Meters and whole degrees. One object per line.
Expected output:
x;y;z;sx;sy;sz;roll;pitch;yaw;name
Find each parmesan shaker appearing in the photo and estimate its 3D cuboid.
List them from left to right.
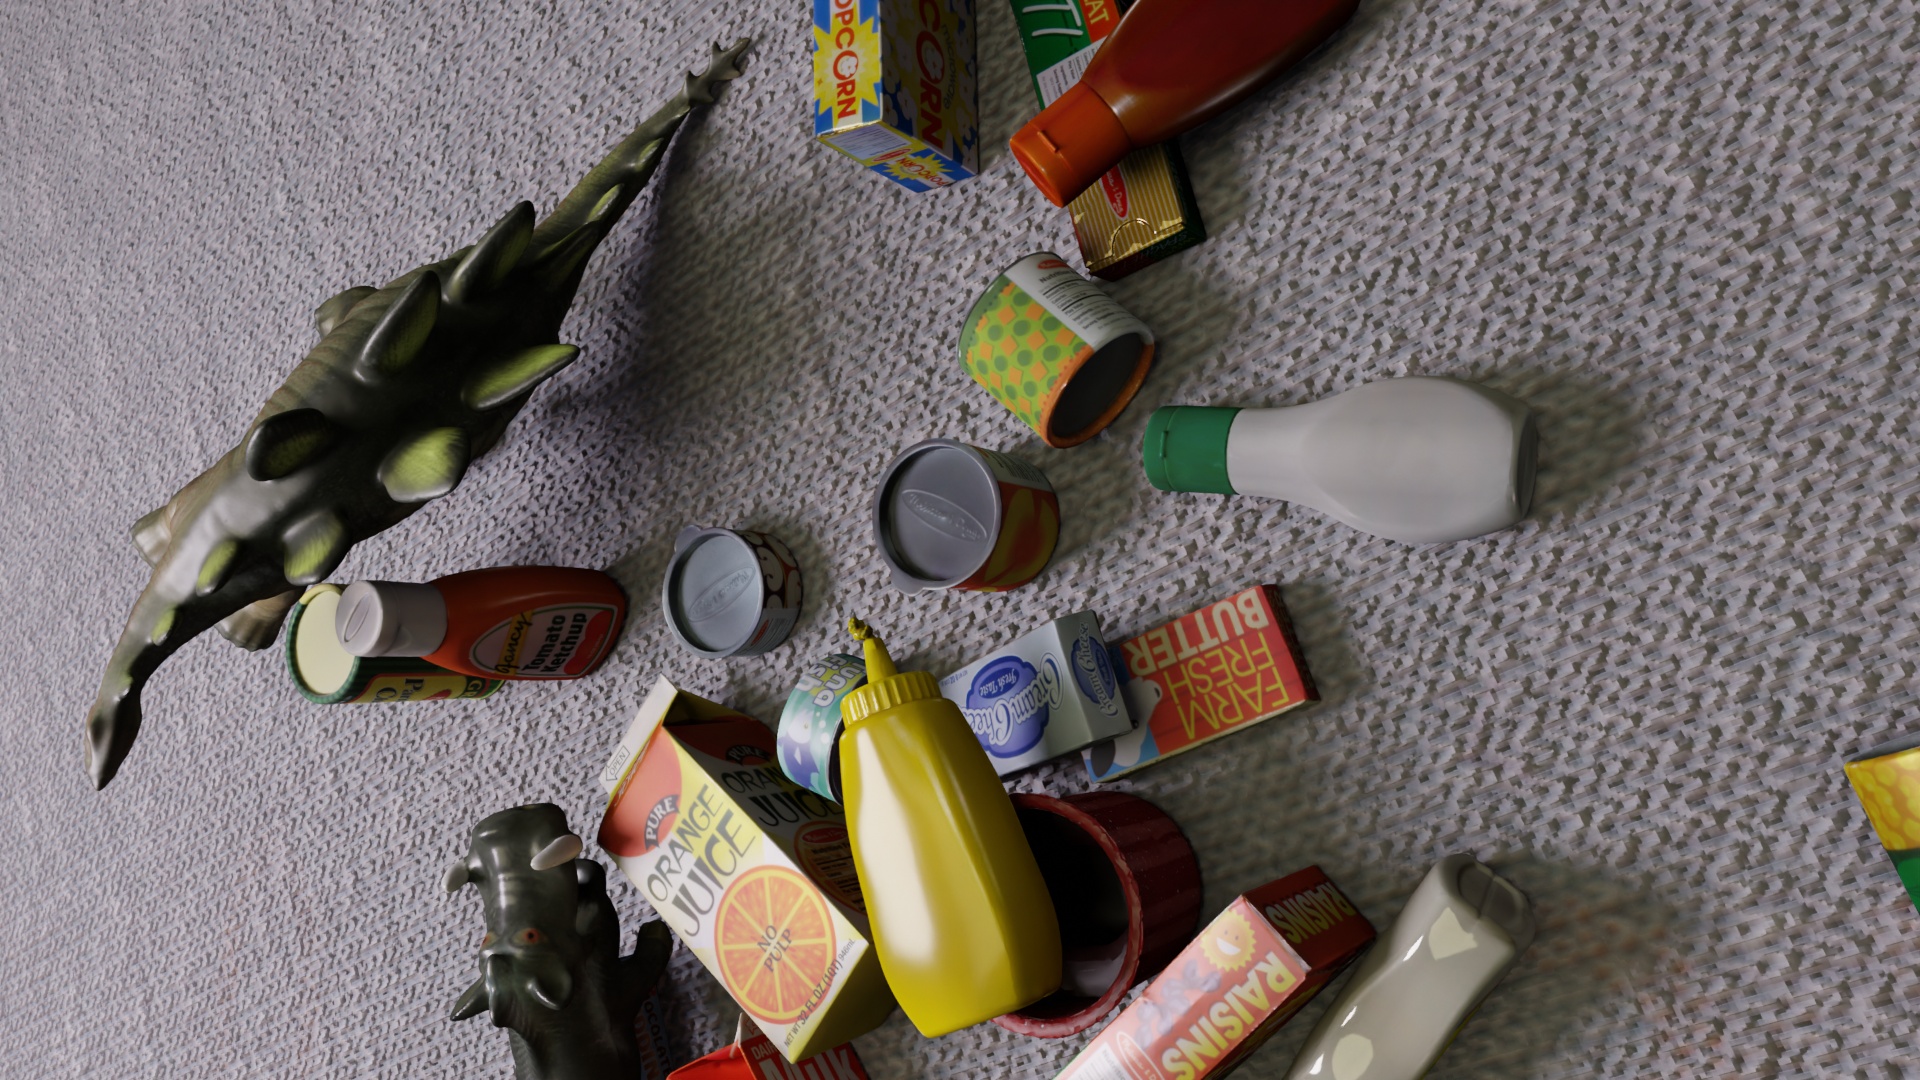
-0.316;0.058;0.783;0.071;0.103;0.071;-3;85;31;parmesan shaker

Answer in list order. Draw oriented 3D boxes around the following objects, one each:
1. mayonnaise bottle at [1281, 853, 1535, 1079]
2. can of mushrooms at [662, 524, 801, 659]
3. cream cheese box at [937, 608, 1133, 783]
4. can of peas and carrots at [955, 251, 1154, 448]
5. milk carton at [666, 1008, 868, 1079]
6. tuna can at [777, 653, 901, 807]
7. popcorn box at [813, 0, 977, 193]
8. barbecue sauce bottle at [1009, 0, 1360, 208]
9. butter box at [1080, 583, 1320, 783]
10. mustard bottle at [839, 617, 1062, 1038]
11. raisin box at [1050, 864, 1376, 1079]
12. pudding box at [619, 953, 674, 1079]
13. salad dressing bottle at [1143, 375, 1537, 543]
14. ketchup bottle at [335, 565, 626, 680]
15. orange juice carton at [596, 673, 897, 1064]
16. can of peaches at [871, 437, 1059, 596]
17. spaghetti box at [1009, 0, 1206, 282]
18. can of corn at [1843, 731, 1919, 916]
0.154;0.187;0.517;0.041;0.065;0.147;35;108;20;mayonnaise bottle
-0.117;0.025;0.707;0.071;0.033;0.071;-2;85;31;can of mushrooms
0.030;0.070;0.597;0.103;0.024;0.053;-36;68;54;cream cheese box
0.041;-0.080;0.604;0.059;0.071;0.070;43;108;26;can of peas and carrots
-0.098;0.305;0.649;0.073;0.072;0.190;13;92;31;milk carton
-0.052;0.085;0.642;0.033;0.071;0.071;18;95;31;tuna can
-0.029;-0.238;0.647;0.038;0.085;0.126;-5;83;30;popcorn box
0.088;-0.198;0.572;0.148;0.043;0.065;-39;77;2;barbecue sauce bottle
0.094;0.061;0.583;0.103;0.024;0.053;-27;73;27;butter box
-0.012;0.102;0.532;0.065;0.049;0.160;-27;72;26;mustard bottle
0.096;0.184;0.536;0.123;0.086;0.040;-51;62;18;raisin box
-0.181;0.263;0.727;0.049;0.030;0.084;-23;75;26;pudding box
0.146;-0.034;0.550;0.147;0.044;0.064;6;91;32;salad dressing bottle
-0.245;0.042;0.715;0.043;0.149;0.064;41;107;28;ketchup bottle
-0.103;0.148;0.665;0.193;0.073;0.071;38;106;28;orange juice carton
0.002;-0.008;0.625;0.071;0.058;0.071;-2;86;30;can of peaches
0.052;-0.241;0.631;0.050;0.029;0.250;-21;76;27;spaghetti box
0.318;0.084;0.421;0.071;0.071;0.058;-27;72;26;can of corn
